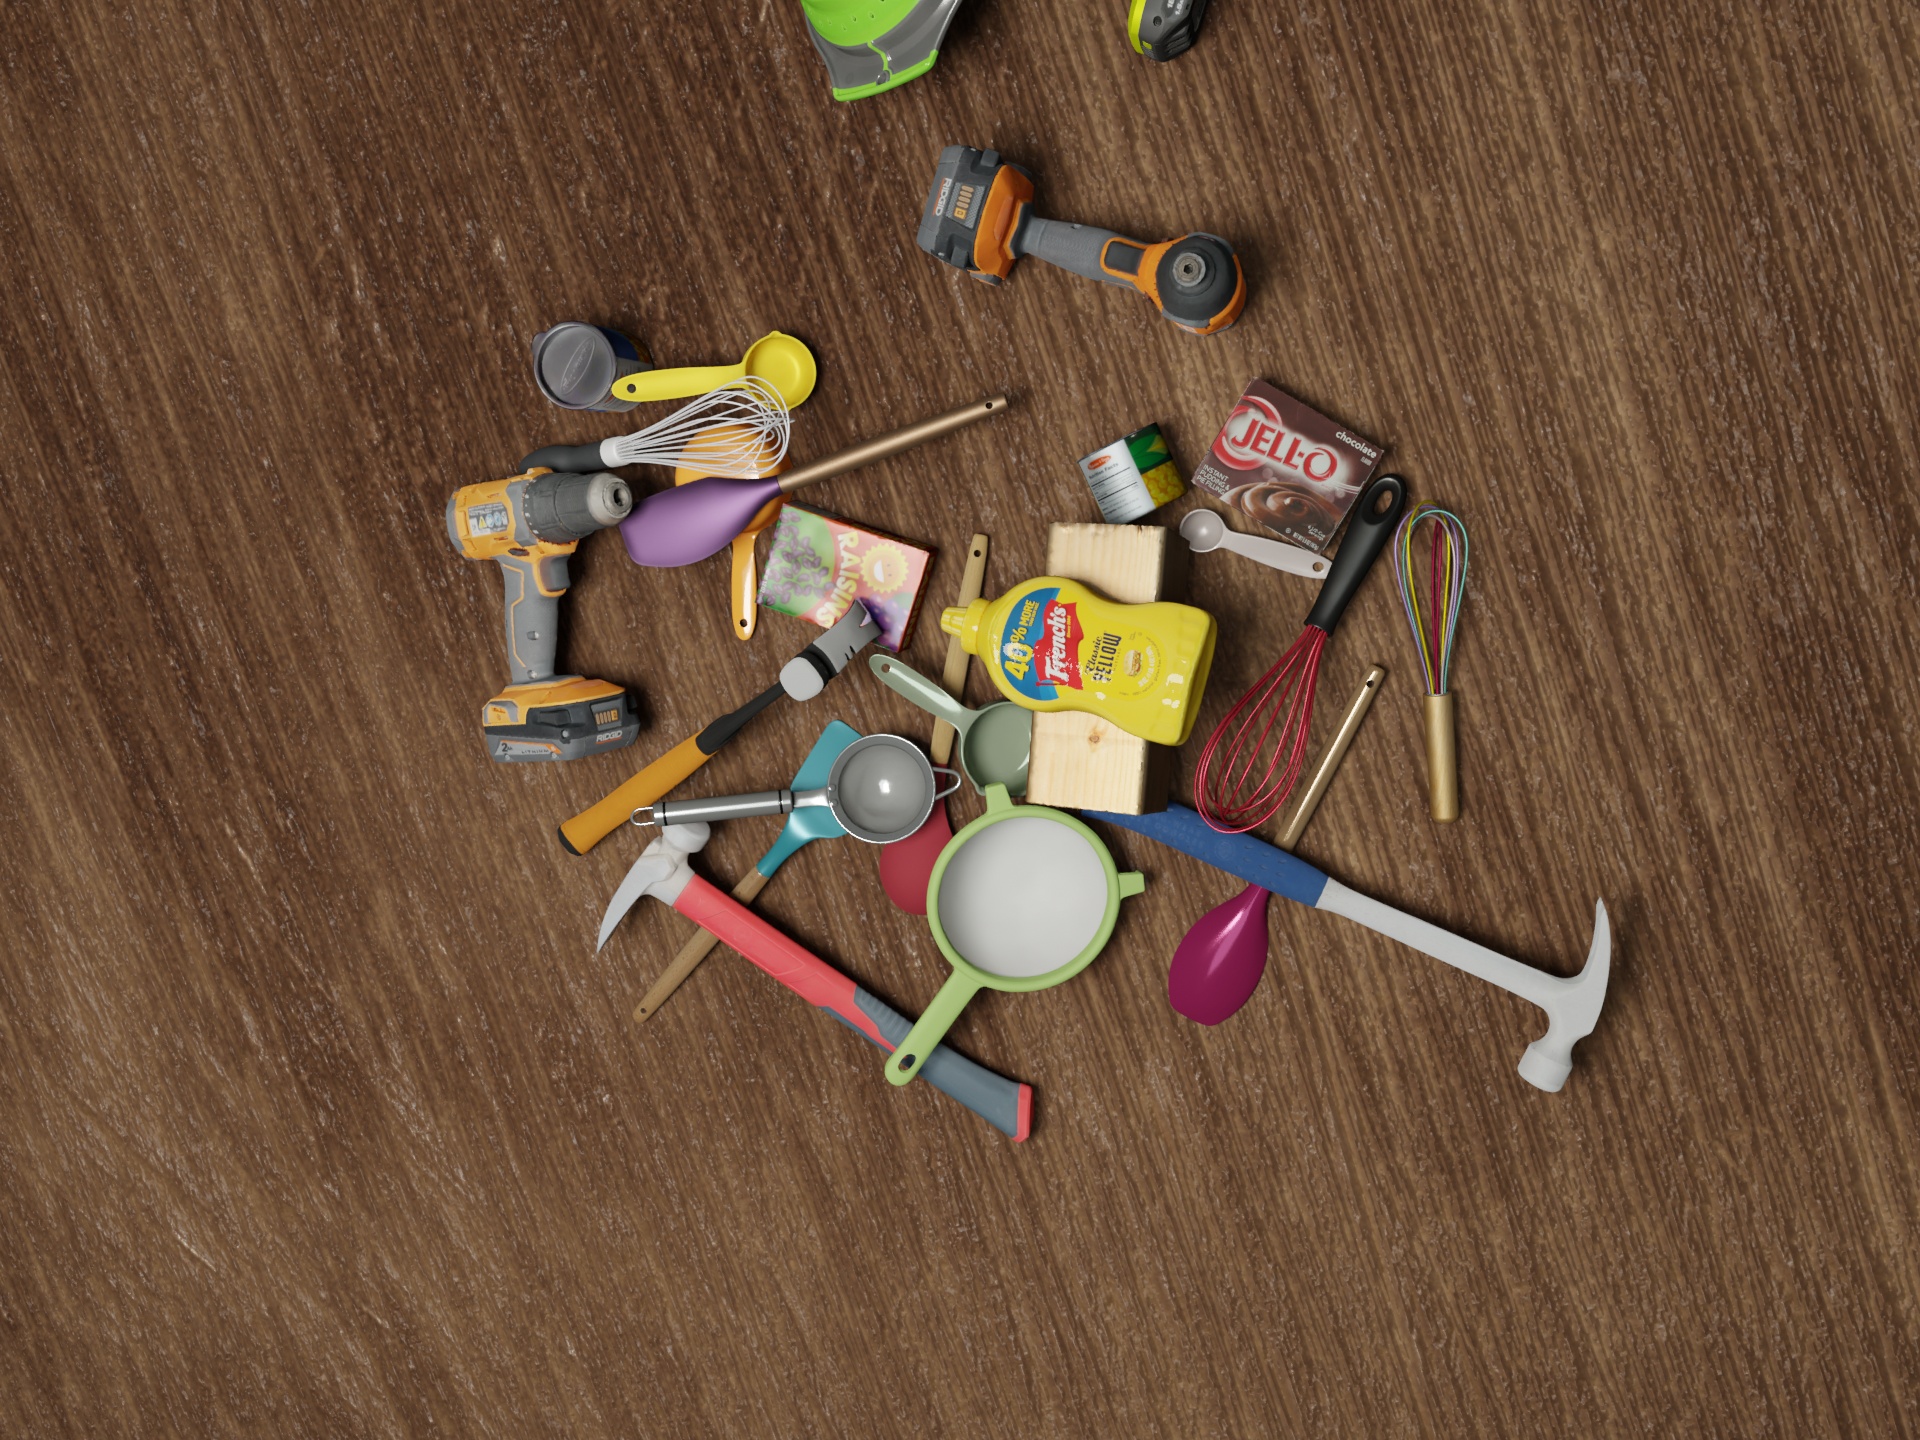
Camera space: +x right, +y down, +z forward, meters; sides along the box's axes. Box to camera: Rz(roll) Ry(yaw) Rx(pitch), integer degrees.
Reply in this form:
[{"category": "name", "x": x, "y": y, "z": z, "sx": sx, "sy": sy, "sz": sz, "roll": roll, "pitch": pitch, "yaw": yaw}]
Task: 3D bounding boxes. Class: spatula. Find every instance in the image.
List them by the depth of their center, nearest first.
[{"category": "spatula", "x": -0.112, "y": -0.185, "z": 1.204, "sx": 0.316, "sy": 0.018, "sz": 0.060, "roll": -19, "pitch": 95, "yaw": 10}, {"category": "spatula", "x": -0.173, "y": 0.140, "z": 1.317, "sx": 0.082, "sy": 0.044, "sz": 0.317, "roll": 42, "pitch": 108, "yaw": 0}]

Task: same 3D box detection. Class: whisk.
[{"category": "whisk", "x": 0.257, "y": -0.050, "z": 1.181, "sx": 0.073, "sy": 0.073, "sz": 0.296, "roll": 27, "pitch": 90, "yaw": 5}, {"category": "whisk", "x": 0.358, "y": -0.043, "z": 1.187, "sx": 0.051, "sy": 0.047, "sz": 0.245, "roll": -2, "pitch": 103, "yaw": 22}, {"category": "whisk", "x": -0.240, "y": -0.211, "z": 1.215, "sx": 0.285, "sy": 0.070, "sz": 0.070, "roll": -3, "pitch": 100, "yaw": 35}]

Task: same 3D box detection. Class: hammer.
[{"category": "hammer", "x": 0.286, "y": 0.129, "z": 1.202, "sx": 0.405, "sy": 0.035, "sz": 0.144, "roll": 24, "pitch": 103, "yaw": 13}, {"category": "hammer", "x": -0.202, "y": 0.018, "z": 1.253, "sx": 0.337, "sy": 0.127, "sz": 0.034, "roll": -33, "pitch": 99, "yaw": 30}, {"category": "hammer", "x": -0.109, "y": 0.234, "z": 1.294, "sx": 0.386, "sy": 0.038, "sz": 0.143, "roll": 35, "pitch": 111, "yaw": -3}]

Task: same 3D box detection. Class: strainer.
[{"category": "strainer", "x": -0.128, "y": 0.061, "z": 1.245, "sx": 0.258, "sy": 0.050, "sz": 0.087, "roll": -6, "pitch": 83, "yaw": -5}, {"category": "strainer", "x": 0.016, "y": 0.174, "z": 1.256, "sx": 0.151, "sy": 0.069, "sz": 0.256, "roll": 33, "pitch": 99, "yaw": -13}]

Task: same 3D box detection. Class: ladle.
[{"category": "ladle", "x": -0.011, "y": 0.008, "z": 1.266, "sx": 0.069, "sy": 0.031, "sz": 0.315, "roll": 11, "pitch": 99, "yaw": 5}]

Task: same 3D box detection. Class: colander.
[{"category": "colander", "x": -0.067, "y": -0.644, "z": 1.099, "sx": 0.204, "sy": 0.094, "sz": 0.397, "roll": 3, "pitch": 87, "yaw": 45}]

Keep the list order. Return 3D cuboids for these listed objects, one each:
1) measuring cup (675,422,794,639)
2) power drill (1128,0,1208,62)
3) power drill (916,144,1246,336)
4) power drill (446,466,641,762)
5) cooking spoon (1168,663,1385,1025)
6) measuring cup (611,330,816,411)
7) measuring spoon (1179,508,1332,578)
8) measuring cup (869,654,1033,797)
[{"category": "measuring cup", "x": -0.179, "y": -0.148, "z": 1.254, "sx": 0.095, "sy": 0.052, "sz": 0.173, "roll": 1, "pitch": 97, "yaw": 10}, {"category": "power drill", "x": 0.066, "y": -0.553, "z": 1.135, "sx": 0.228, "sy": 0.080, "sz": 0.190, "roll": 19, "pitch": 101, "yaw": 9}, {"category": "power drill", "x": 0.090, "y": -0.334, "z": 1.122, "sx": 0.226, "sy": 0.164, "sz": 0.084, "roll": 20, "pitch": 102, "yaw": 8}, {"category": "power drill", "x": -0.314, "y": -0.085, "z": 1.248, "sx": 0.185, "sy": 0.084, "sz": 0.226, "roll": -3, "pitch": 98, "yaw": 38}, {"category": "cooking spoon", "x": 0.249, "y": 0.099, "z": 1.237, "sx": 0.069, "sy": 0.017, "sz": 0.319, "roll": 27, "pitch": 103, "yaw": 6}, {"category": "measuring cup", "x": -0.190, "y": -0.262, "z": 1.220, "sx": 0.156, "sy": 0.029, "sz": 0.062, "roll": -9, "pitch": 101, "yaw": -14}, {"category": "measuring spoon", "x": 0.226, "y": -0.133, "z": 1.209, "sx": 0.124, "sy": 0.018, "sz": 0.034, "roll": 18, "pitch": 118, "yaw": 0}, {"category": "measuring cup", "x": -0.002, "y": -0.004, "z": 1.236, "sx": 0.167, "sy": 0.038, "sz": 0.083, "roll": 34, "pitch": 91, "yaw": -11}]
